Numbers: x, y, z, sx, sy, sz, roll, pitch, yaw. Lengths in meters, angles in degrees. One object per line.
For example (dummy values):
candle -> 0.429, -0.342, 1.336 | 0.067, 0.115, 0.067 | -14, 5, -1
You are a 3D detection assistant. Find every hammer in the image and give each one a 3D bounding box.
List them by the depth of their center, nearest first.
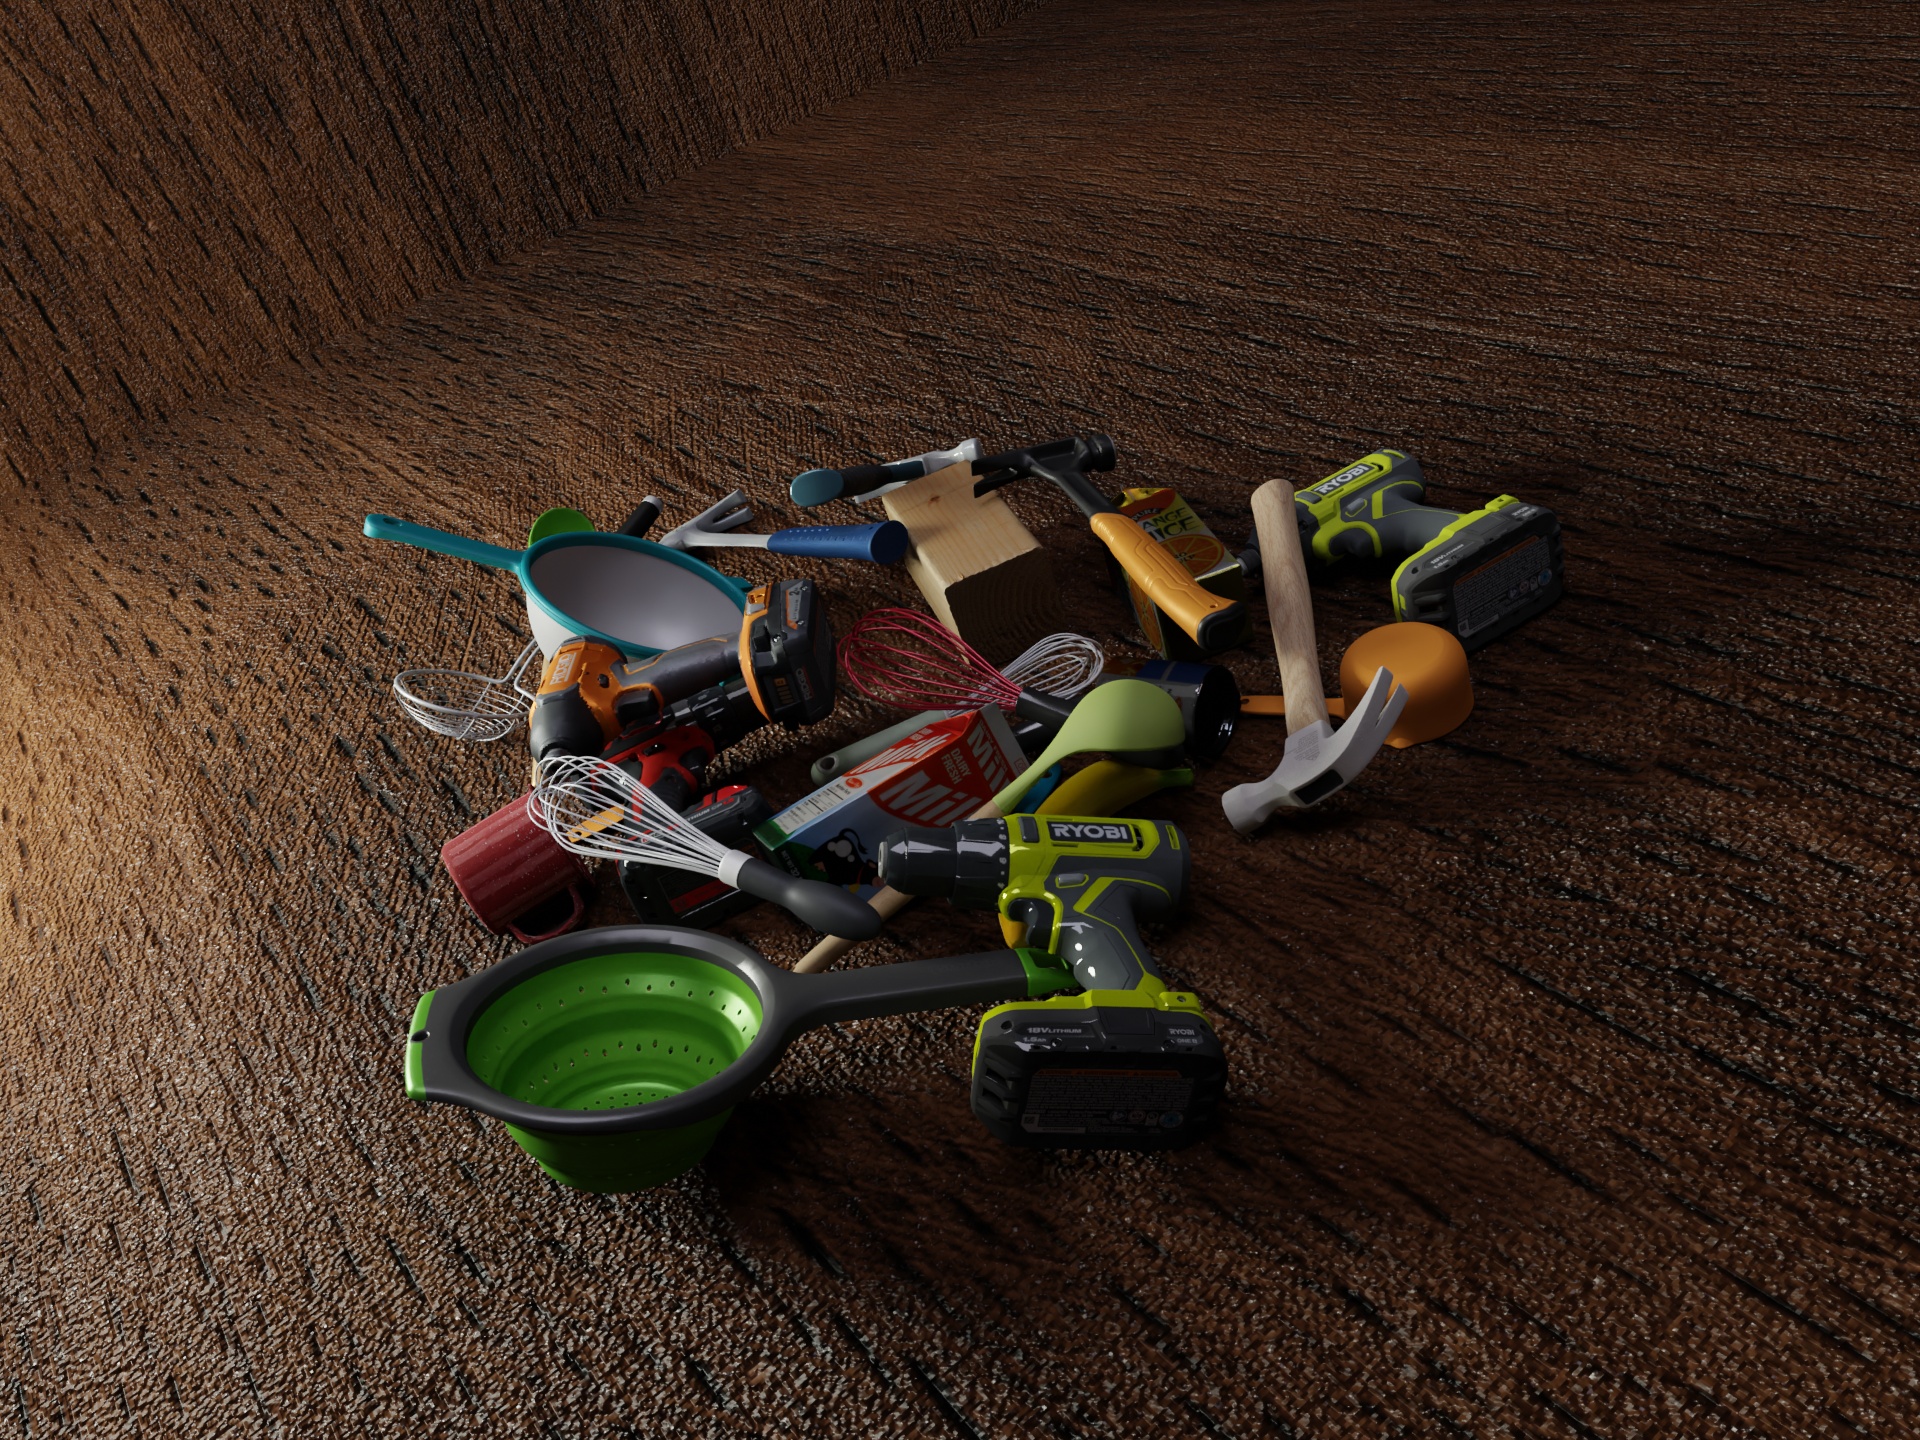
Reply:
hammer -> 0.238, -0.068, 1.131 | 0.130, 0.031, 0.332 | -31, 33, 29
hammer -> 0.119, -0.141, 1.229 | 0.127, 0.034, 0.337 | -14, 34, -13
hammer -> -0.079, -0.227, 1.479 | 0.128, 0.033, 0.331 | -13, 8, 18
hammer -> -0.174, -0.173, 1.500 | 0.144, 0.035, 0.406 | -37, 26, -27

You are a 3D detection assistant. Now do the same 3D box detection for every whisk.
whisk -> -0.172, 0.086, 1.041 | 0.285, 0.070, 0.070 | 19, 47, 25
whisk -> 0.030, -0.020, 1.152 | 0.296, 0.073, 0.073 | 21, 49, 30
whisk -> 0.024, 0.020, 1.180 | 0.239, 0.055, 0.055 | -21, 33, -11
whisk -> -0.002, -0.004, 1.227 | 0.246, 0.059, 0.058 | -24, 50, 2

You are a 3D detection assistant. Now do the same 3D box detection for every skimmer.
skimmer -> -0.388, -0.114, 1.505 | 0.127, 0.090, 0.363 | 19, 53, 16

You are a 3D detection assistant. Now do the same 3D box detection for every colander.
colander -> -0.122, 0.204, 0.961 | 0.397, 0.094, 0.205 | -5, 24, -12

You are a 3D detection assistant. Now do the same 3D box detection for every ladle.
ladle -> 0.013, 0.083, 1.049 | 0.320, 0.062, 0.078 | -40, 15, 1

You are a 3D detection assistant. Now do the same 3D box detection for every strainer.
strainer -> -0.351, -0.093, 1.387 | 0.340, 0.095, 0.211 | 15, 28, -12

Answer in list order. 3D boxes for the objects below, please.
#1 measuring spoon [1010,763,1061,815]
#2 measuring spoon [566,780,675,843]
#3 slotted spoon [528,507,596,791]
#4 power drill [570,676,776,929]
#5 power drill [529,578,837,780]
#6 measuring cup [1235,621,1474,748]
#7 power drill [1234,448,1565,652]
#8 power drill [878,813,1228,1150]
measuring spoon -> 0.034, 0.066, 1.126 | 0.042, 0.021, 0.129 | 11, 45, 37
measuring spoon -> -0.267, 0.075, 1.279 | 0.117, 0.011, 0.021 | -25, 38, -3
slotted spoon -> -0.367, -0.067, 1.435 | 0.031, 0.070, 0.314 | -45, 38, 42
power drill -> -0.193, 0.048, 1.209 | 0.188, 0.080, 0.227 | -25, 35, -9
power drill -> -0.211, -0.023, 1.188 | 0.226, 0.084, 0.164 | -14, 29, 5
measuring cup -> 0.269, -0.029, 1.117 | 0.174, 0.052, 0.095 | 0, 38, 24
power drill -> 0.330, -0.131, 1.219 | 0.171, 0.080, 0.223 | -29, 31, -14
power drill -> 0.052, 0.136, 0.926 | 0.190, 0.080, 0.229 | 3, 33, -8
